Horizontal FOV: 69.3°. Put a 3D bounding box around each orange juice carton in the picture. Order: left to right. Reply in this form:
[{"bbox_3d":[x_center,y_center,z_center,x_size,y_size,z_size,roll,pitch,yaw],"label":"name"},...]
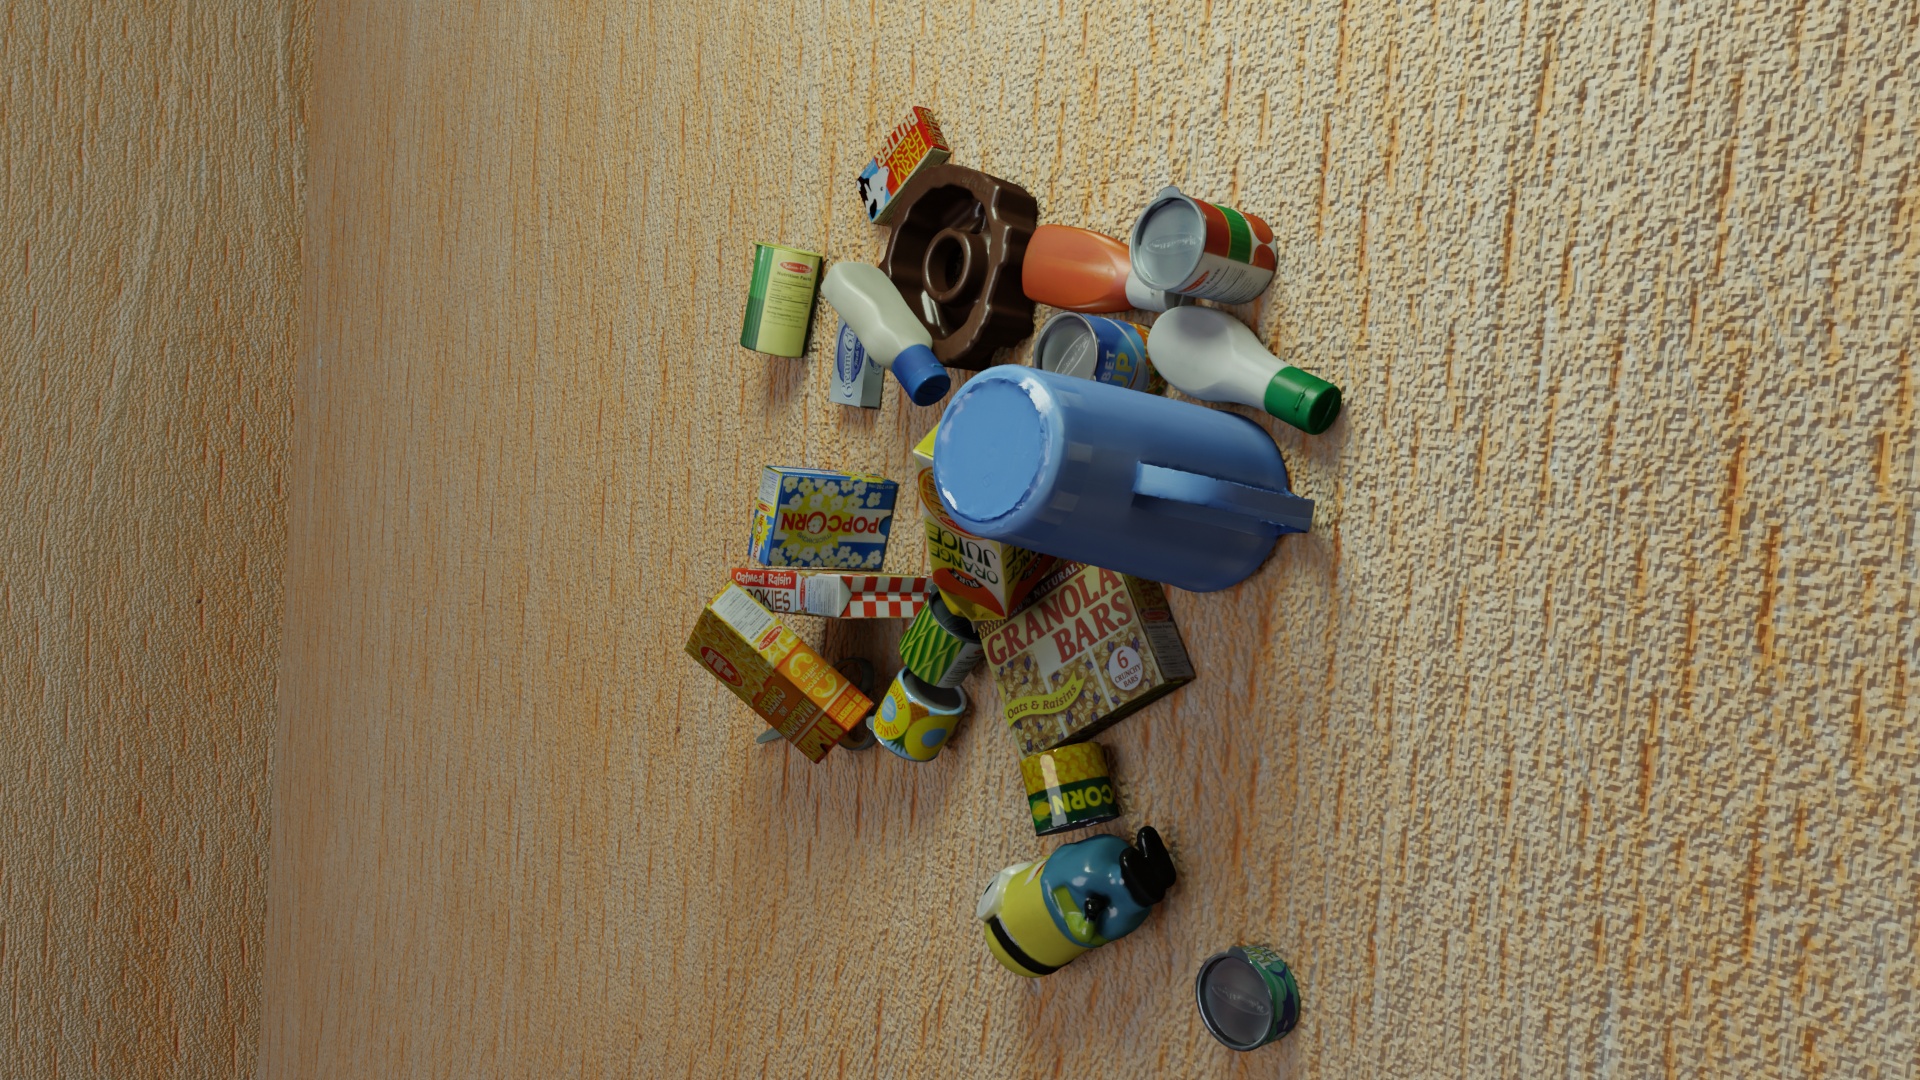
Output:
[{"bbox_3d":[0.023,-0.011,1.046,0.073,0.072,0.191,25,146,26],"label":"orange juice carton"}]

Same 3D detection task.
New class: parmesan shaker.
[{"bbox_3d":[-0.180,-0.237,1.368,0.071,0.071,0.102,25,108,45],"label":"parmesan shaker"}]

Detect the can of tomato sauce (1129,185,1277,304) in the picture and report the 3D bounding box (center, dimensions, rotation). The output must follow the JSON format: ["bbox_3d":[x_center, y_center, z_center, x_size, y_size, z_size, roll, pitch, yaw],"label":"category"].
[{"bbox_3d":[0.170,-0.204,0.969,0.071,0.083,0.071,-2,87,48],"label":"can of tomato sauce"}]

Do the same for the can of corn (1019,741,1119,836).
[{"bbox_3d":[0.084,0.190,1.063,0.071,0.071,0.058,-30,67,44],"label":"can of corn"}]

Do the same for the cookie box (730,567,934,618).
[{"bbox_3d":[-0.110,0.047,1.242,0.167,0.123,0.040,2,90,48],"label":"cookie box"}]

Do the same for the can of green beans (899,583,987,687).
[{"bbox_3d":[-0.011,0.082,1.174,0.057,0.071,0.071,-56,51,31],"label":"can of green beans"}]

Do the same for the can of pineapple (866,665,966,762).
[{"bbox_3d":[-0.037,0.148,1.198,0.071,0.071,0.057,50,123,36],"label":"can of pineapple"}]

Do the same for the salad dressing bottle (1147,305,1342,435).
[{"bbox_3d":[0.196,-0.118,0.968,0.148,0.044,0.064,36,109,41],"label":"salad dressing bottle"}]

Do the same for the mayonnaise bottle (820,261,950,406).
[{"bbox_3d":[-0.059,-0.173,1.155,0.041,0.065,0.148,-55,53,30],"label":"mayonnaise bottle"}]

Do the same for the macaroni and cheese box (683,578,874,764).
[{"bbox_3d":[-0.167,0.122,1.249,0.166,0.040,0.123,41,150,1],"label":"macaroni and cheese box"}]

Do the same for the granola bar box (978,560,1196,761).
[{"bbox_3d":[0.092,0.085,1.080,0.165,0.039,0.124,-38,61,40],"label":"granola bar box"}]

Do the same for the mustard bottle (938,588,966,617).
[{"bbox_3d":[0.004,-0.015,1.166,0.048,0.065,0.161,-36,57,42],"label":"mustard bottle"}]

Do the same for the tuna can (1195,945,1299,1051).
[{"bbox_3d":[0.198,0.312,0.958,0.071,0.033,0.071,-2,88,48],"label":"tuna can"}]

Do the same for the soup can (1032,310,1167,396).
[{"bbox_3d":[0.107,-0.131,1.036,0.071,0.084,0.071,-1,88,48],"label":"soup can"}]

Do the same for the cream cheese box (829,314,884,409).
[{"bbox_3d":[-0.095,-0.177,1.307,0.053,0.024,0.103,13,99,49],"label":"cream cheese box"}]

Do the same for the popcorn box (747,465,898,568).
[{"bbox_3d":[-0.125,-0.020,1.259,0.038,0.127,0.085,24,107,49],"label":"popcorn box"}]

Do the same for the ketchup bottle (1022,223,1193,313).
[{"bbox_3d":[0.112,-0.202,1.064,0.149,0.043,0.064,24,108,46],"label":"ketchup bottle"}]

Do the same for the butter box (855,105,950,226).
[{"bbox_3d":[-0.053,-0.340,1.266,0.103,0.024,0.053,-43,59,39],"label":"butter box"}]
